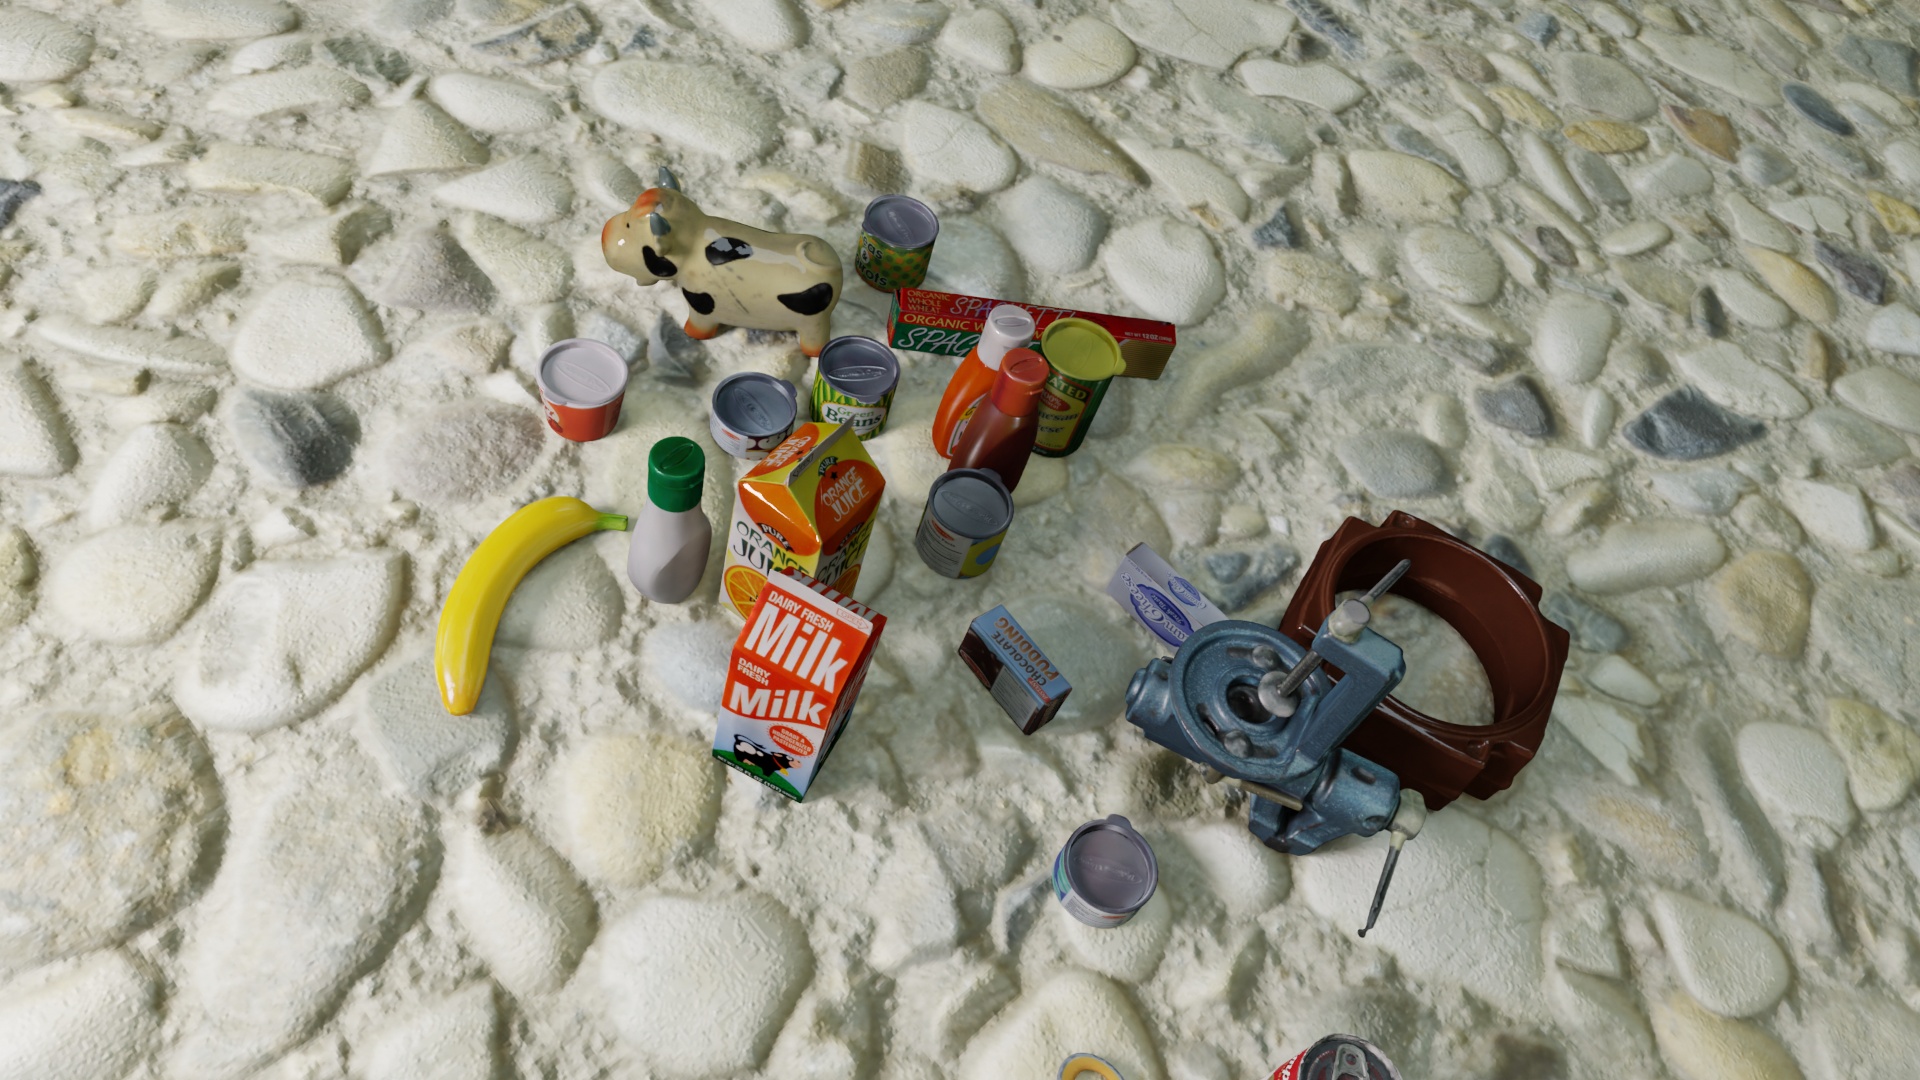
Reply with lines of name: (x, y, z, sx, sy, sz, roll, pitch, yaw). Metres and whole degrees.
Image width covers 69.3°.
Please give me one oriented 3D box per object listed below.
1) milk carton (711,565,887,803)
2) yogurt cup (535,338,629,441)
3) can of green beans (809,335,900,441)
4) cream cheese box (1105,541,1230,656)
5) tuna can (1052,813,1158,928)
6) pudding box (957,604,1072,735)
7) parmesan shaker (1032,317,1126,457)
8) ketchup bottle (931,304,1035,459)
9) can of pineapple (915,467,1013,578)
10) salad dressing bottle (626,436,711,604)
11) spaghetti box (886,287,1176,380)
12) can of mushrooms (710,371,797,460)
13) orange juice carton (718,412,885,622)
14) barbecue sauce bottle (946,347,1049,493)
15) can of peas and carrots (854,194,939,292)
milk carton: (-0.102, 0.085, 0.881, 0.072, 0.189, 0.074, 27, 53, 4)
yogurt cup: (-0.288, -0.112, 1.057, 0.072, 0.053, 0.073, 8, 54, -10)
can of green beans: (-0.086, -0.121, 1.118, 0.071, 0.057, 0.071, 8, 54, -10)
cream cheese box: (0.162, 0.054, 1.064, 0.104, 0.053, 0.024, 44, 56, 16)
tuna can: (0.097, 0.223, 0.937, 0.071, 0.032, 0.071, 8, 54, -10)
pudding box: (0.038, 0.093, 1.003, 0.030, 0.049, 0.084, -29, 67, -31)
parmesan shaker: (0.087, -0.122, 1.138, 0.071, 0.102, 0.071, 8, 54, -10)
ketchup bottle: (0.022, -0.122, 1.091, 0.065, 0.148, 0.044, -5, 57, -19)
can of pineapple: (0.004, -0.013, 1.065, 0.071, 0.057, 0.071, 8, 54, -10)
salad dressing bottle: (-0.198, -0.013, 0.952, 0.044, 0.146, 0.064, 38, 54, 13)
spaghetti box: (0.062, -0.178, 1.205, 0.250, 0.050, 0.029, 5, 54, -12)
can of mushrooms: (-0.162, -0.099, 1.095, 0.071, 0.033, 0.071, 8, 54, -10)
orange juice carton: (-0.107, -0.008, 0.946, 0.073, 0.191, 0.072, 36, 54, 11)
barbecue sauce bottle: (0.032, -0.085, 1.068, 0.065, 0.147, 0.044, -22, 64, -28)
can of peas and carrots: (-0.059, -0.260, 1.225, 0.071, 0.058, 0.071, 8, 54, -10)
